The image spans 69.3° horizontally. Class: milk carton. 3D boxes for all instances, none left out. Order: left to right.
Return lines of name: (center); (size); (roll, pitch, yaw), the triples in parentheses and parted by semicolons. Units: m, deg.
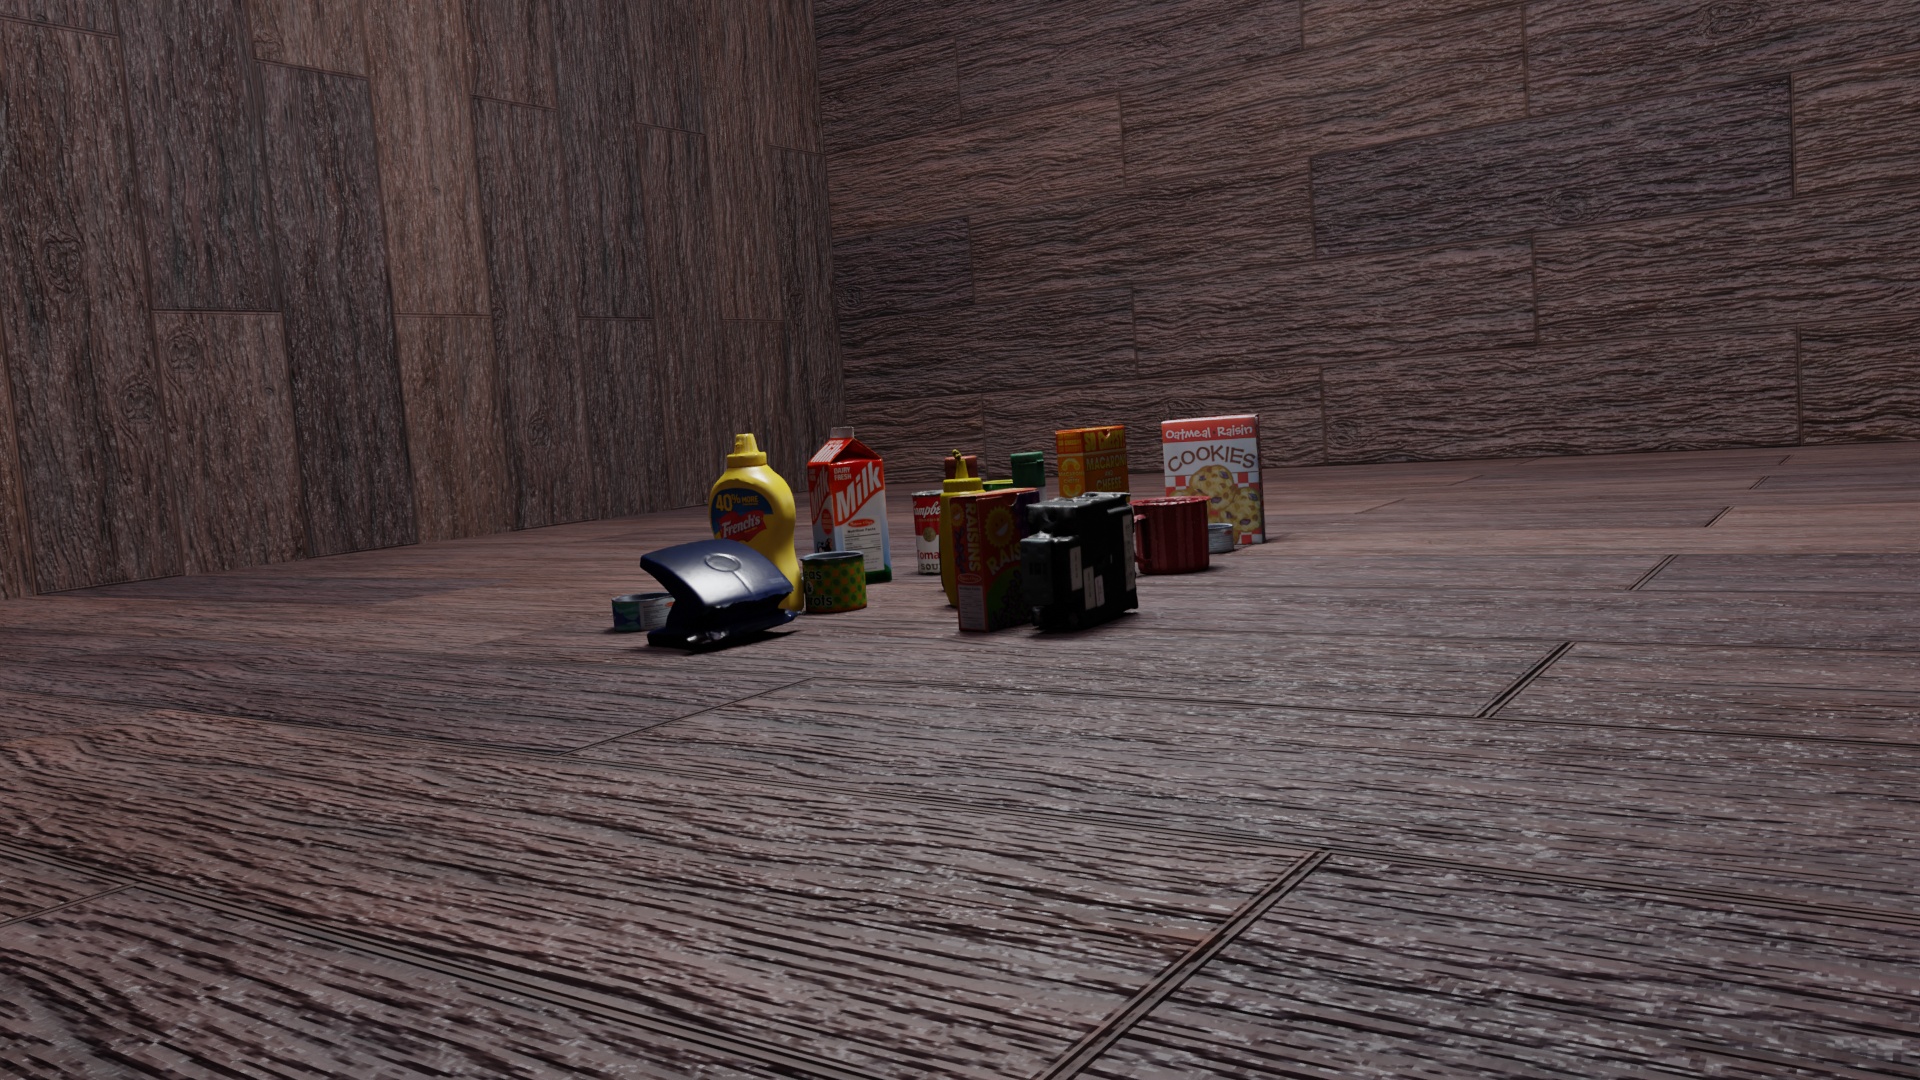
milk carton: (-0.136, -0.042, 1.685); (0.073, 0.190, 0.072); (-7, 5, -28)

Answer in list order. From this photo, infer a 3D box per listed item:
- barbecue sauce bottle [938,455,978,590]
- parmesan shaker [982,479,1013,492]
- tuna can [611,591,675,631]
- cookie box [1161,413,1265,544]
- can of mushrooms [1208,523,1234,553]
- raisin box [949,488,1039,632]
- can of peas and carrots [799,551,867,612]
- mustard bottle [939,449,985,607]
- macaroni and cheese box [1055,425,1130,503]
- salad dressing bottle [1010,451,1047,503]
barbecue sauce bottle: (0.006, -0.019, 1.548); (0.065, 0.148, 0.044); (-3, 5, 13)
parmesan shaker: (0.067, -0.028, 1.840); (0.071, 0.103, 0.071); (-4, 5, 0)
tuna can: (-0.329, 0.074, 1.441); (0.071, 0.032, 0.071); (-4, 5, 0)
cookie box: (0.331, -0.078, 1.817); (0.123, 0.167, 0.040); (-3, 5, 19)
can of mushrooms: (0.309, -0.002, 1.745); (0.071, 0.033, 0.071); (-4, 5, 0)
raisin box: (0.035, 0.016, 1.271); (0.040, 0.123, 0.086); (0, 7, 45)
can of peas and carrots: (-0.135, 0.044, 1.466); (0.071, 0.058, 0.071); (-4, 5, 0)
mustard bottle: (0.006, -0.013, 1.415); (0.049, 0.160, 0.065); (-6, 5, -22)
macaroni and cheese box: (0.168, -0.056, 1.718); (0.040, 0.166, 0.124); (-1, 6, 32)
salad dressing bottle: (0.079, -0.024, 1.542); (0.044, 0.147, 0.064); (0, 6, 40)
